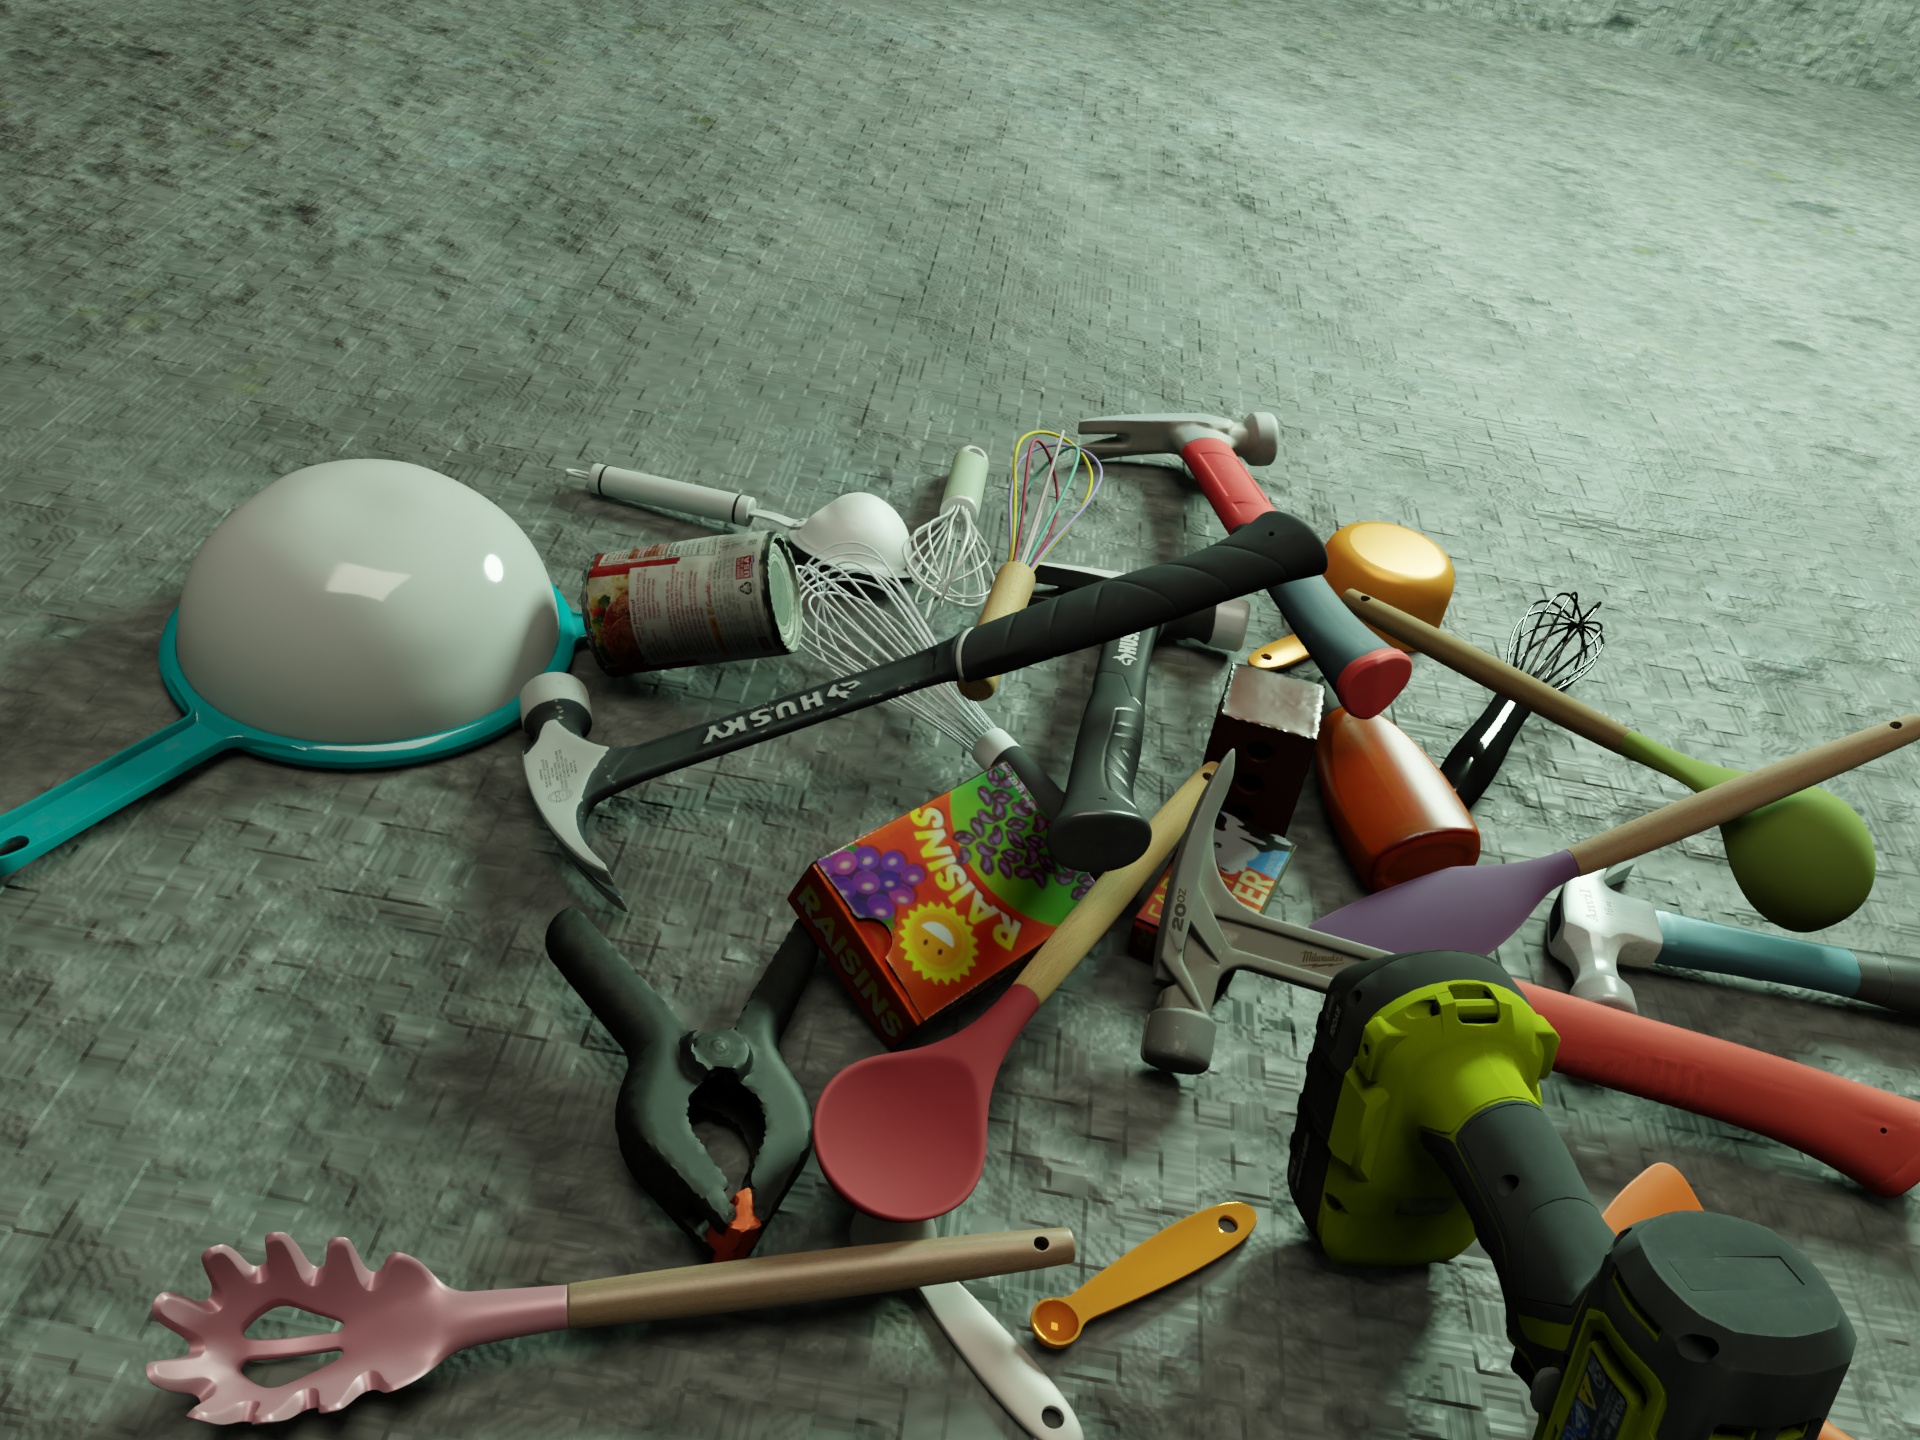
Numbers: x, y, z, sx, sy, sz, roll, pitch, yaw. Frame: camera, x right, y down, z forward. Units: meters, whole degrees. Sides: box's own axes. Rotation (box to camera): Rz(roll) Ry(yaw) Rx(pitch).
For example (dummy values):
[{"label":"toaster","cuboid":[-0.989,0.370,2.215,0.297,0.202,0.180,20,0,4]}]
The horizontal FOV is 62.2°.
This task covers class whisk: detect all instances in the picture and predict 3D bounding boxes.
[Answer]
[{"label":"whisk","cuboid":[-0.002,-0.125,0.990,0.057,0.059,0.246,24,26,-7]},{"label":"whisk","cuboid":[-0.001,-0.004,0.849,0.070,0.070,0.285,-23,53,-35]},{"label":"whisk","cuboid":[0.033,-0.095,0.898,0.051,0.047,0.245,-19,32,31]},{"label":"whisk","cuboid":[0.328,-0.010,0.938,0.055,0.055,0.239,29,46,22]}]

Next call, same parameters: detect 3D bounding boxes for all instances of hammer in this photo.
[{"label":"hammer","cuboid":[0.267,0.131,0.721,0.359,0.036,0.149,16,68,1]},{"label":"hammer","cuboid":[0.461,0.131,0.802,0.331,0.033,0.128,11,39,0]},{"label":"hammer","cuboid":[0.173,-0.111,0.982,0.143,0.038,0.387,-2,30,-6]},{"label":"hammer","cuboid":[0.077,-0.012,0.836,0.146,0.035,0.335,12,25,5]},{"label":"hammer","cuboid":[-0.014,-0.024,0.783,0.409,0.036,0.149,-18,45,-4]}]

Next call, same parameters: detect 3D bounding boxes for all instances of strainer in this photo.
[{"label":"strainer","cuboid":[-0.341,-0.046,0.787,0.211,0.095,0.340,25,39,18]},{"label":"strainer","cuboid":[-0.127,-0.131,0.991,0.258,0.050,0.087,13,22,9]}]

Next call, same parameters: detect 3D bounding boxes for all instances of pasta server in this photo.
[{"label":"pasta server","cuboid":[-0.111,0.202,0.562,0.316,0.040,0.060,-3,58,-12]}]

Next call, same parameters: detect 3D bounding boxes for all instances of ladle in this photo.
[{"label":"ladle","cuboid":[0.338,0.009,0.871,0.078,0.062,0.320,-33,48,-26]},{"label":"ladle","cuboid":[0.041,0.103,0.695,0.069,0.031,0.315,39,48,10]}]

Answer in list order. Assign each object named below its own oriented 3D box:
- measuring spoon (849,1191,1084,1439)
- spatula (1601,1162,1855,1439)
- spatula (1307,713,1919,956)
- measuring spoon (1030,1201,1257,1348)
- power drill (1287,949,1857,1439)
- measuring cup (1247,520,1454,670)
[{"label":"measuring spoon","cuboid":[0.004,0.221,0.593,0.034,0.018,0.124,-23,49,-35]},{"label":"spatula","cuboid":[0.368,0.294,0.568,0.081,0.041,0.323,-25,51,-38]},{"label":"spatula","cuboid":[0.323,0.062,0.776,0.316,0.018,0.060,-22,43,-1]},{"label":"measuring spoon","cuboid":[0.074,0.217,0.624,0.117,0.011,0.021,-16,44,-34]},{"label":"power drill","cuboid":[0.192,0.205,0.549,0.080,0.190,0.229,2,25,-11]},{"label":"measuring cup","cuboid":[0.241,-0.077,0.994,0.173,0.052,0.095,-23,49,-38]}]
